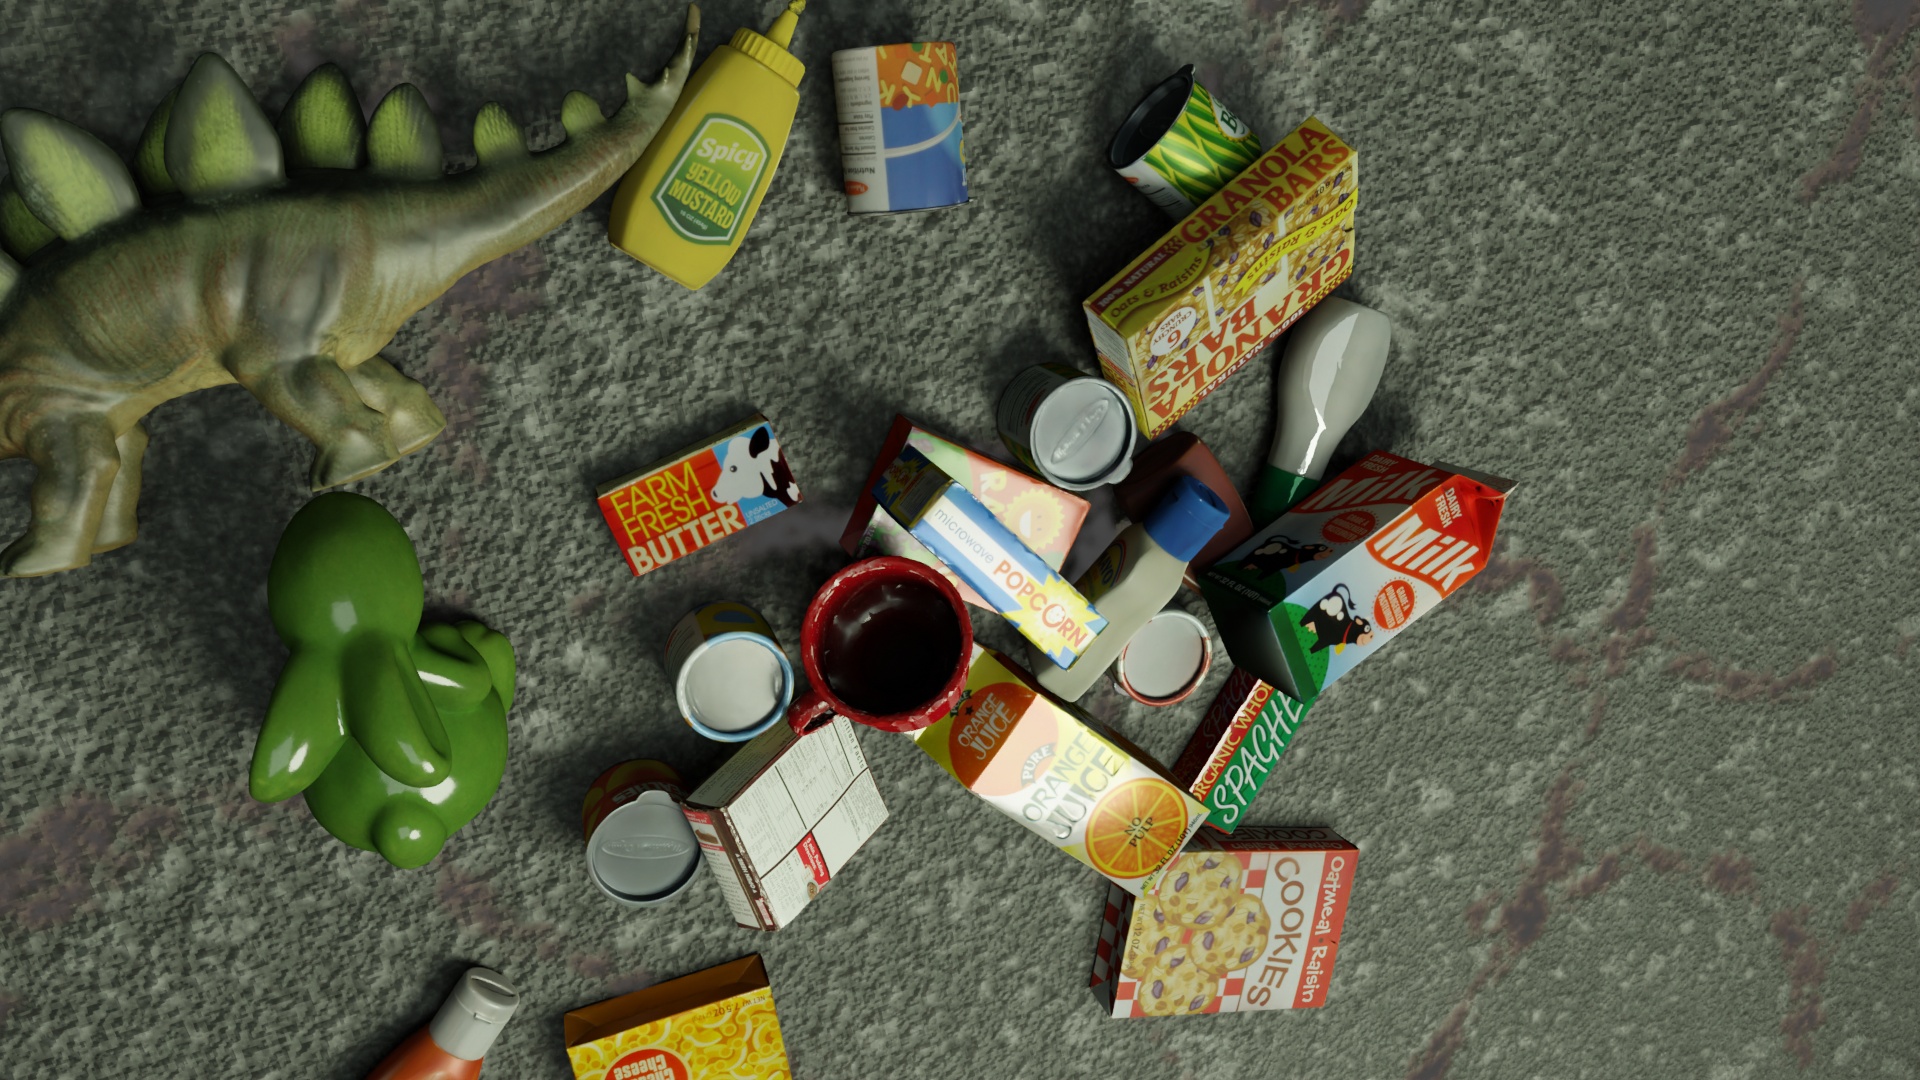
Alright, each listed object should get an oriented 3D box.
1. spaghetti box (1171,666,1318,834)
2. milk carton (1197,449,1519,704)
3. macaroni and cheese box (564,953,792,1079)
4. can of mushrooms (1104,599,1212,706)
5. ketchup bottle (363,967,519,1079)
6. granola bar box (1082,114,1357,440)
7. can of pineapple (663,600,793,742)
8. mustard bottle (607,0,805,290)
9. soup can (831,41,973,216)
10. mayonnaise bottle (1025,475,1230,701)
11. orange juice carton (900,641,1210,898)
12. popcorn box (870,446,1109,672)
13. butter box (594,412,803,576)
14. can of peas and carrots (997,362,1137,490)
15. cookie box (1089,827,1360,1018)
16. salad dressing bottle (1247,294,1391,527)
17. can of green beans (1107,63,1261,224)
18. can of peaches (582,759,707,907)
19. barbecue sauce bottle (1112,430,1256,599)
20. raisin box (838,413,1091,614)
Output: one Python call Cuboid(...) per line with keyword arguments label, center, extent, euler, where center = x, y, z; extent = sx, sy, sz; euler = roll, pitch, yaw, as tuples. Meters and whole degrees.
Cuboid(label="spaghetti box", center=(0.219, 0.079, 0.921), extent=(0.050, 0.029, 0.250), euler=(29, 94, -22))
Cuboid(label="milk carton", center=(0.247, 0.008, 0.846), extent=(0.191, 0.072, 0.073), euler=(-34, 117, -15))
Cuboid(label="macaroni and cheese box", center=(-0.165, 0.354, 0.862), extent=(0.124, 0.040, 0.166), euler=(-14, 108, -14))
Cuboid(label="can of mushrooms", center=(0.123, 0.072, 0.885), extent=(0.071, 0.033, 0.070), euler=(-5, 106, -18))
Cuboid(label="ketchup bottle", center=(-0.311, 0.318, 0.802), extent=(0.064, 0.043, 0.148), euler=(34, 92, -24))
Cuboid(label="granola bar box", center=(0.153, -0.145, 0.794), extent=(0.166, 0.039, 0.124), euler=(-40, 155, -4))
Cuboid(label="can of pineapple", center=(-0.130, 0.074, 0.787), extent=(0.071, 0.058, 0.070), euler=(-5, 106, -17))
Cuboid(label="mustard bottle", center=(-0.121, -0.210, 0.714), extent=(0.065, 0.049, 0.160), euler=(26, 96, -35))
Cuboid(label="soup can", center=(-0.029, -0.218, 0.736), extent=(0.071, 0.071, 0.083), euler=(-10, 107, -16))
Cuboid(label="mayonnaise bottle", center=(0.098, 0.026, 0.827), extent=(0.041, 0.065, 0.147), euler=(32, 112, -19))
Cuboid(label="orange juice carton", center=(0.054, 0.136, 0.857), extent=(0.192, 0.073, 0.072), euler=(36, 93, -23))
Cuboid(label="popcorn box", center=(0.015, 0.009, 0.759), extent=(0.126, 0.085, 0.038), euler=(42, 89, -23))
Cuboid(label="butter box", center=(-0.145, -0.025, 0.773), extent=(0.104, 0.024, 0.053), euler=(-26, 111, -10))
Cuboid(label="can of peas and carrots", center=(0.063, -0.066, 0.812), extent=(0.071, 0.059, 0.070), euler=(-5, 107, -17))
Cuboid(label="cookie box", center=(0.182, 0.261, 0.952), extent=(0.168, 0.040, 0.122), euler=(4, 103, -19))
Cuboid(label="salad dressing bottle", center=(0.221, -0.078, 0.871), extent=(0.064, 0.044, 0.147), euler=(13, 102, -27))
Cuboid(label="can of green beans", center=(0.127, -0.220, 0.787), extent=(0.058, 0.071, 0.071), euler=(34, 93, -24))
Cuboid(label="can of peaches", center=(-0.181, 0.164, 0.795), extent=(0.071, 0.058, 0.071), euler=(-5, 106, -17))
Cuboid(label="barbecue sauce bottle", center=(0.158, 0.005, 0.872), extent=(0.065, 0.044, 0.148), euler=(-37, 114, 2))
Cuboid(label="raisin box", center=(0.003, -0.010, 0.819), extent=(0.123, 0.040, 0.086), euler=(22, 96, -21))
